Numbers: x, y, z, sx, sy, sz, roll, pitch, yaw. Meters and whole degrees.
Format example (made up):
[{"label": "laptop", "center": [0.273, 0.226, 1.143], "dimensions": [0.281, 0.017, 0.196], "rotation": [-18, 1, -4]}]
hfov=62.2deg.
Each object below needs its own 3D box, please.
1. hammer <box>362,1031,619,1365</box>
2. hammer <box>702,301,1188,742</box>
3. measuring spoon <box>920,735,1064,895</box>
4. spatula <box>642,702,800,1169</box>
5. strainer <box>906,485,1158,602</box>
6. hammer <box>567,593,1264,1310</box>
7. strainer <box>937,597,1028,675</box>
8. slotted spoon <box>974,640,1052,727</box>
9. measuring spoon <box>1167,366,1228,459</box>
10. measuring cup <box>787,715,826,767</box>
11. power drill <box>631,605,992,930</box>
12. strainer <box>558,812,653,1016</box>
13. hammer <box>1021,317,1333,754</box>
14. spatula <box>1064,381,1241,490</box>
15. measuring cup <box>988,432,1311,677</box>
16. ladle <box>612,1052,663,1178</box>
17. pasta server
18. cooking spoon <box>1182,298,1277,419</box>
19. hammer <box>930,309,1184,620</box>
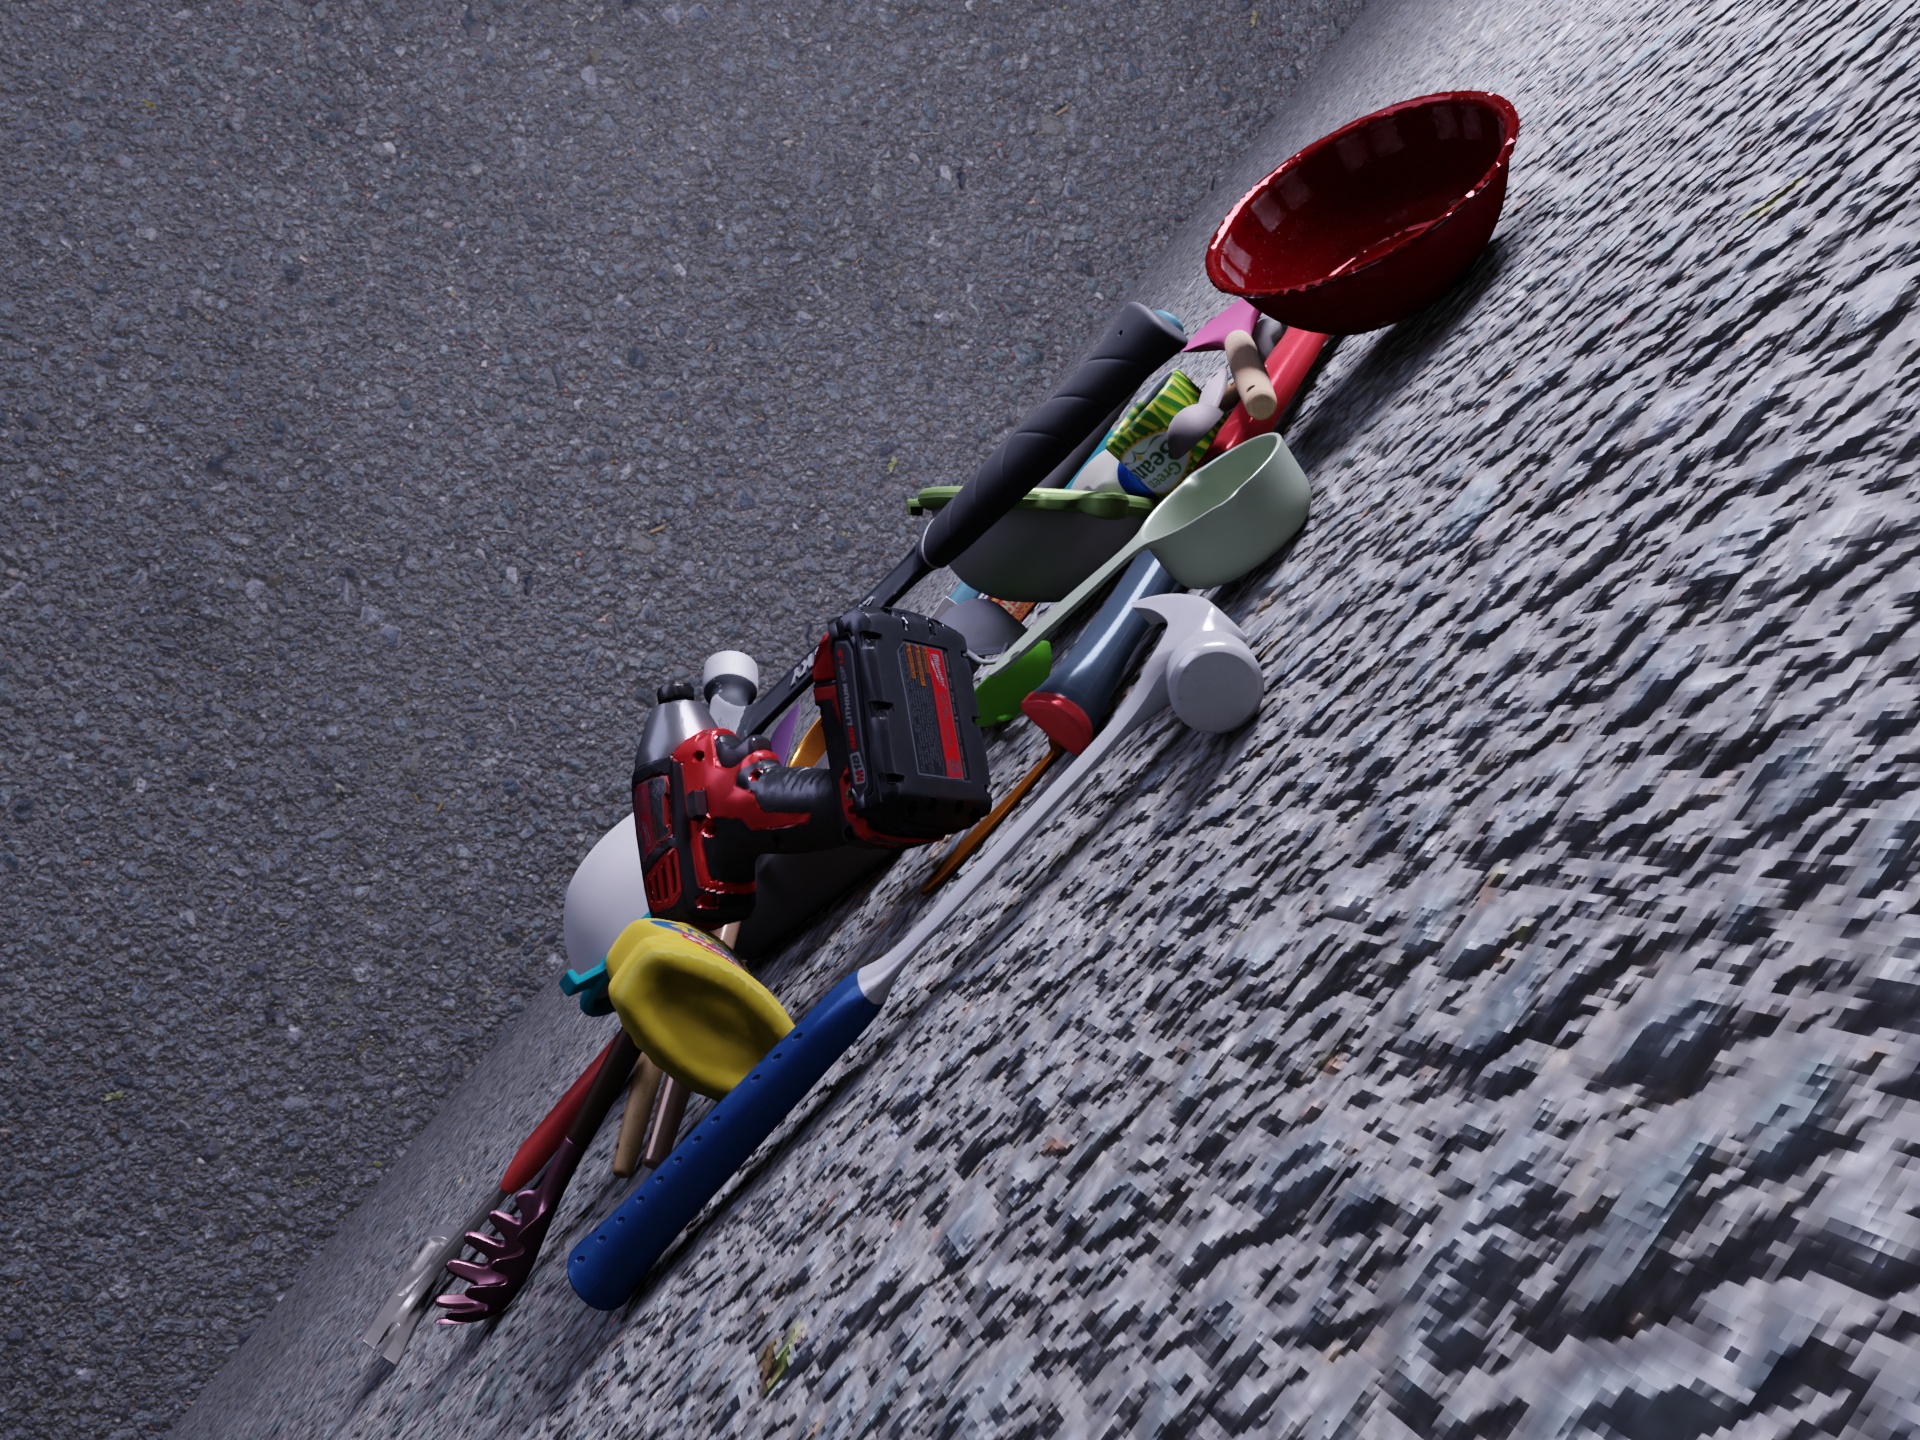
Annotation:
[{"label": "hammer", "center": [-0.306, 0.311, 1.180], "dimensions": [0.359, 0.036, 0.149], "rotation": [-49, 8, 8]}, {"label": "hammer", "center": [-0.026, -0.085, 0.900], "dimensions": [0.409, 0.036, 0.149], "rotation": [-41, 38, 32]}, {"label": "measuring spoon", "center": [0.017, 0.042, 0.781], "dimensions": [0.117, 0.011, 0.021], "rotation": [-48, 8, 10]}, {"label": "spatula", "center": [-0.140, 0.119, 0.949], "dimensions": [0.059, 0.018, 0.316], "rotation": [-44, 26, 45]}, {"label": "strainer", "center": [0.056, -0.102, 0.947], "dimensions": [0.256, 0.151, 0.069], "rotation": [-144, 57, -78]}, {"label": "hammer", "center": [-0.029, 0.102, 0.670], "dimensions": [0.405, 0.035, 0.144], "rotation": [-47, 9, 14]}, {"label": "strainer", "center": [0.006, -0.047, 1.076], "dimensions": [0.258, 0.087, 0.050], "rotation": [131, 134, -84]}, {"label": "slotted spoon", "center": [-0.002, -0.003, 1.028], "dimensions": [0.070, 0.031, 0.314], "rotation": [-37, 3, -16]}, {"label": "measuring spoon", "center": [0.130, -0.175, 0.868], "dimensions": [0.034, 0.018, 0.124], "rotation": [-42, 11, 30]}, {"label": "measuring cup", "center": [-0.050, 0.014, 1.048], "dimensions": [0.173, 0.052, 0.095], "rotation": [-22, 33, 53]}, {"label": "power drill", "center": [-0.095, 0.023, 0.856], "dimensions": [0.219, 0.143, 0.078], "rotation": [-23, -21, 37]}, {"label": "strainer", "center": [-0.174, 0.075, 1.195], "dimensions": [0.340, 0.095, 0.211], "rotation": [-42, -10, -9]}, {"label": "hammer", "center": [0.140, -0.130, 0.823], "dimensions": [0.143, 0.038, 0.386], "rotation": [-35, 16, 53]}, {"label": "spatula", "center": [0.137, -0.214, 1.181], "dimensions": [0.082, 0.044, 0.317], "rotation": [-56, 11, -11]}, {"label": "measuring cup", "center": [0.087, -0.062, 0.718], "dimensions": [0.167, 0.038, 0.083], "rotation": [-40, 14, 8]}, {"label": "ladle", "center": [-0.176, 0.141, 1.012], "dimensions": [0.069, 0.031, 0.316], "rotation": [-49, 24, 45]}, {"label": "pasta server", "center": [-0.221, 0.222, 0.940], "dimensions": [0.316, 0.040, 0.060], "rotation": [-61, 22, 4]}, {"label": "cooking spoon", "center": [0.154, -0.202, 0.871], "dimensions": [0.068, 0.017, 0.319], "rotation": [-34, 14, 18]}, {"label": "hammer", "center": [0.060, -0.171, 1.208], "dimensions": [0.331, 0.033, 0.128], "rotation": [-53, 8, 0]}]
